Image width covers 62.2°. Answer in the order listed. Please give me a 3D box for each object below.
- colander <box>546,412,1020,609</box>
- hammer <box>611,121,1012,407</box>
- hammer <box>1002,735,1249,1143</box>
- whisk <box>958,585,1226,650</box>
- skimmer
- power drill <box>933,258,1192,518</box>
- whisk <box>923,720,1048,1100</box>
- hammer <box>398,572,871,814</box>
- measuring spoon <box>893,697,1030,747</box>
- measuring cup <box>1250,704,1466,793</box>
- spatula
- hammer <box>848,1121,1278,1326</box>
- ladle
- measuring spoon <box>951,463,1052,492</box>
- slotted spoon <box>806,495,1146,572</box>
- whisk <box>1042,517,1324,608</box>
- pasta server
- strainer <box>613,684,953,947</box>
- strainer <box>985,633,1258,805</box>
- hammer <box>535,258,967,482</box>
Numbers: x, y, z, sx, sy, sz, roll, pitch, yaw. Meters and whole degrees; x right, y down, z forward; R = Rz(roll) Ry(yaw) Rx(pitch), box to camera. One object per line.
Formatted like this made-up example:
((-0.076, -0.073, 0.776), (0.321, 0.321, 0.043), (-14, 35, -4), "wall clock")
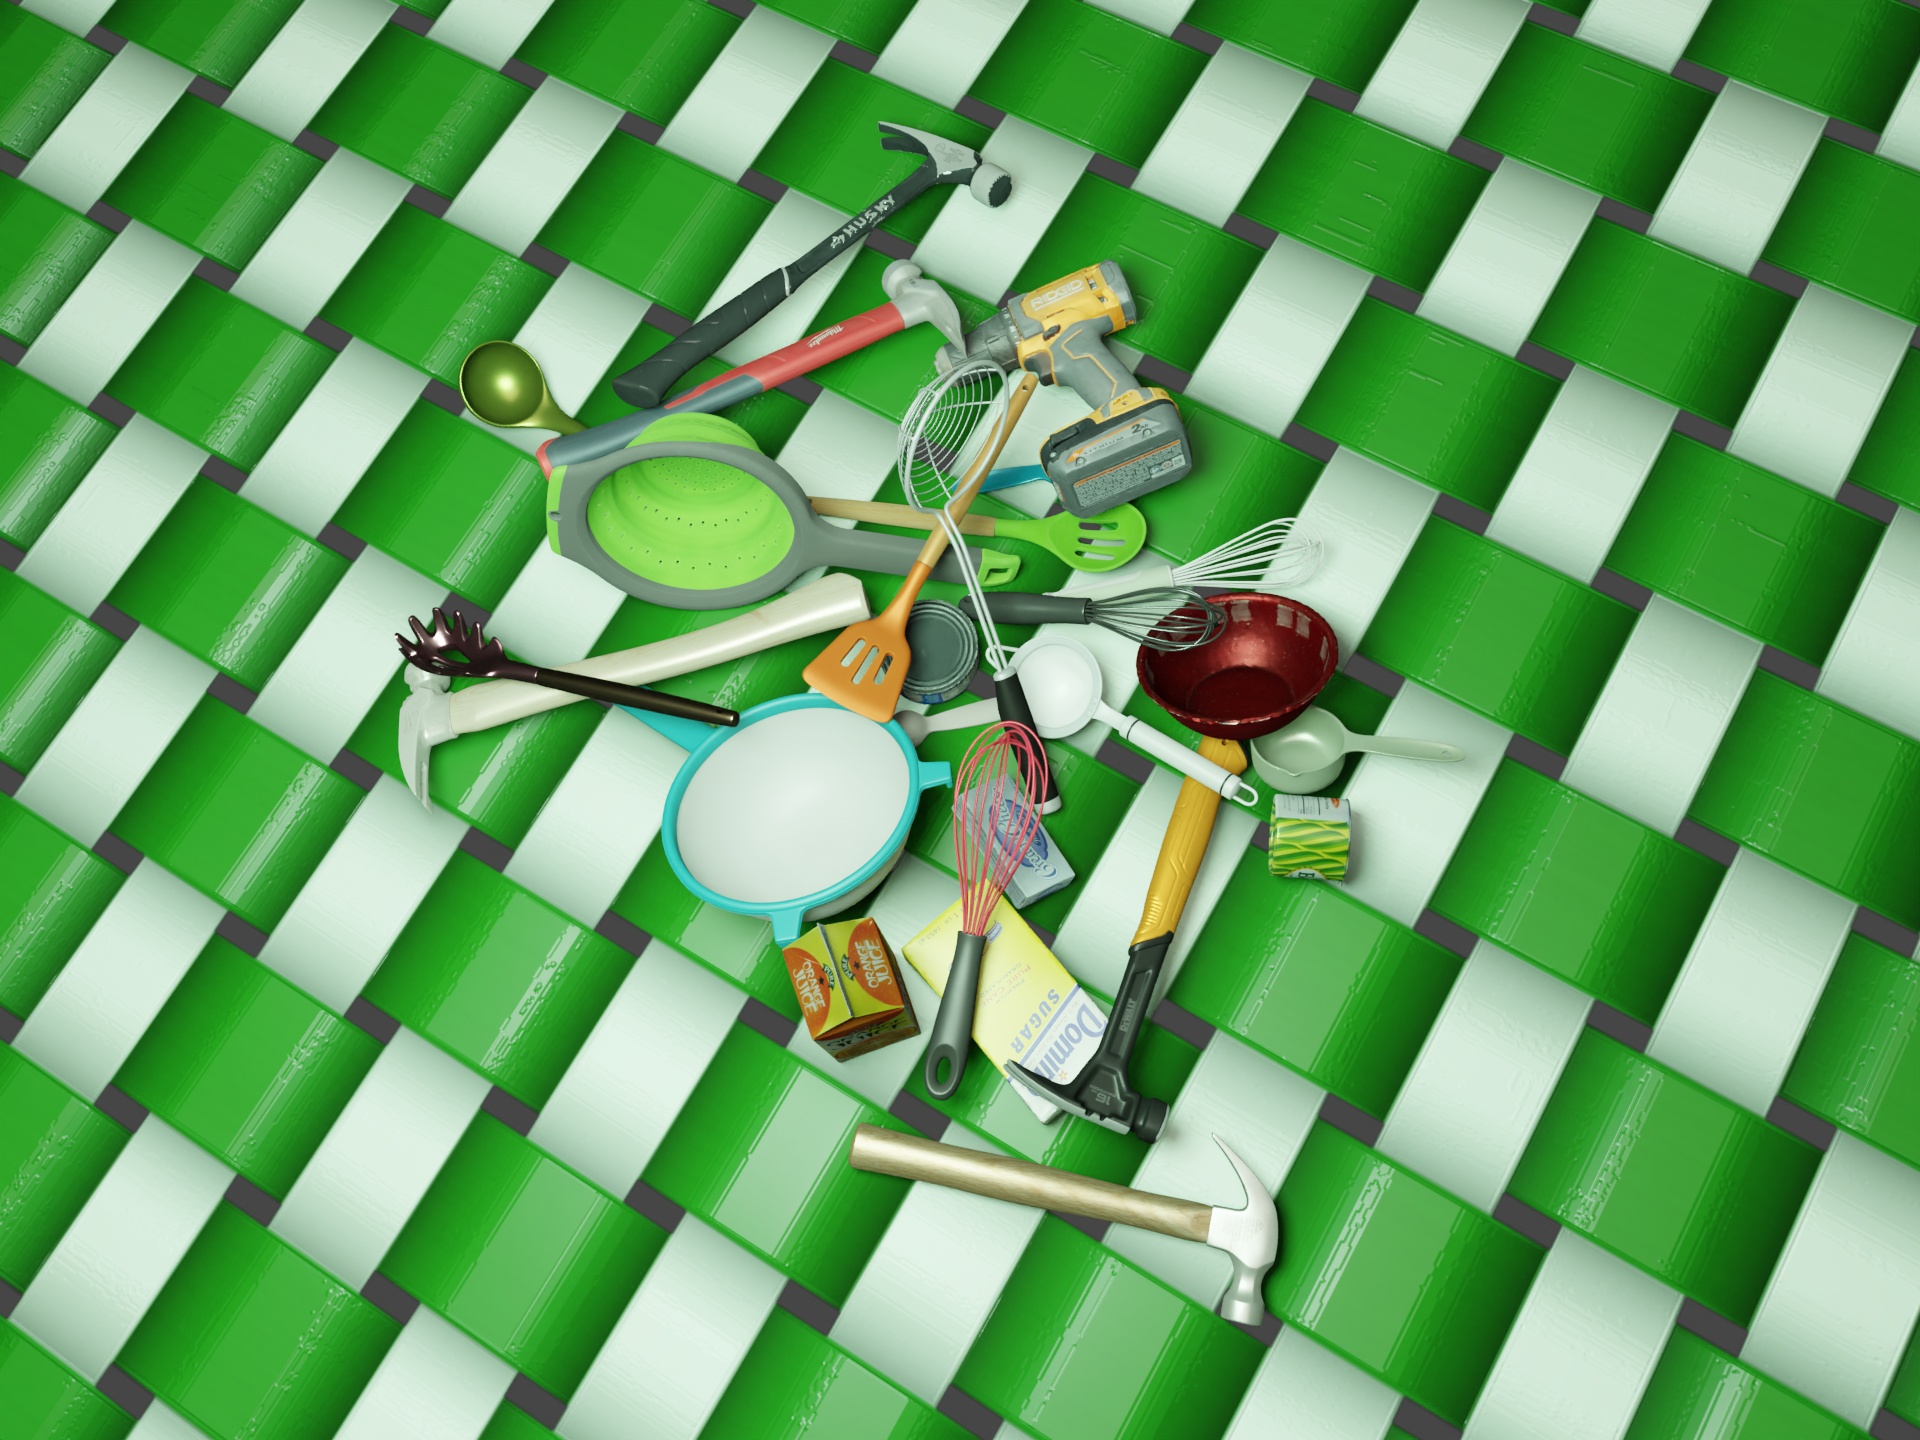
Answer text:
((-0.144, -0.181, 1.356), (0.397, 0.204, 0.095), (7, 54, -11), "colander")
((-0.146, -0.409, 1.431), (0.409, 0.036, 0.149), (-41, 62, -18), "hammer")
((0.149, 0.150, 1.246), (0.127, 0.034, 0.337), (22, 67, 4), "hammer")
((0.104, -0.087, 1.313), (0.239, 0.055, 0.055), (5, 72, 28), "whisk")
((0.037, -0.098, 1.258), (0.090, 0.127, 0.363), (-10, 104, 41), "skimmer")
((0.086, -0.285, 1.379), (0.185, 0.084, 0.226), (-22, 58, 6), "power drill")
((0.013, 0.145, 1.225), (0.073, 0.073, 0.296), (11, 86, 9), "whisk")
((-0.274, -0.038, 1.340), (0.410, 0.038, 0.146), (-16, 53, 3), "hammer")
((-0.002, -0.004, 1.344), (0.124, 0.018, 0.034), (-13, 72, 1), "measuring spoon")
((0.317, 0.030, 1.276), (0.167, 0.038, 0.083), (5, 47, 14), "measuring cup")
((-0.017, -0.149, 1.301), (0.081, 0.041, 0.322), (29, 83, 2), "spatula")
((0.077, 0.358, 1.217), (0.331, 0.031, 0.130), (11, 75, 9), "hammer")
((-0.313, -0.247, 1.432), (0.320, 0.062, 0.078), (29, 79, 11), "ladle")
((0.056, -0.212, 1.408), (0.128, 0.021, 0.042), (-8, 64, 13), "measuring spoon")
((0.006, -0.174, 1.393), (0.314, 0.031, 0.070), (8, 74, 10), "slotted spoon")
((0.186, -0.123, 1.350), (0.246, 0.058, 0.059), (-12, 106, 6), "whisk")
((-0.324, -0.036, 1.306), (0.316, 0.040, 0.060), (12, 50, 19), "pasta server")
((-0.171, 0.060, 1.313), (0.341, 0.095, 0.211), (29, 64, 34), "strainer")
((0.132, 0.004, 1.297), (0.259, 0.050, 0.087), (32, 102, 26), "strainer")
((-0.184, -0.290, 1.396), (0.386, 0.038, 0.143), (-26, 47, -8), "hammer")
